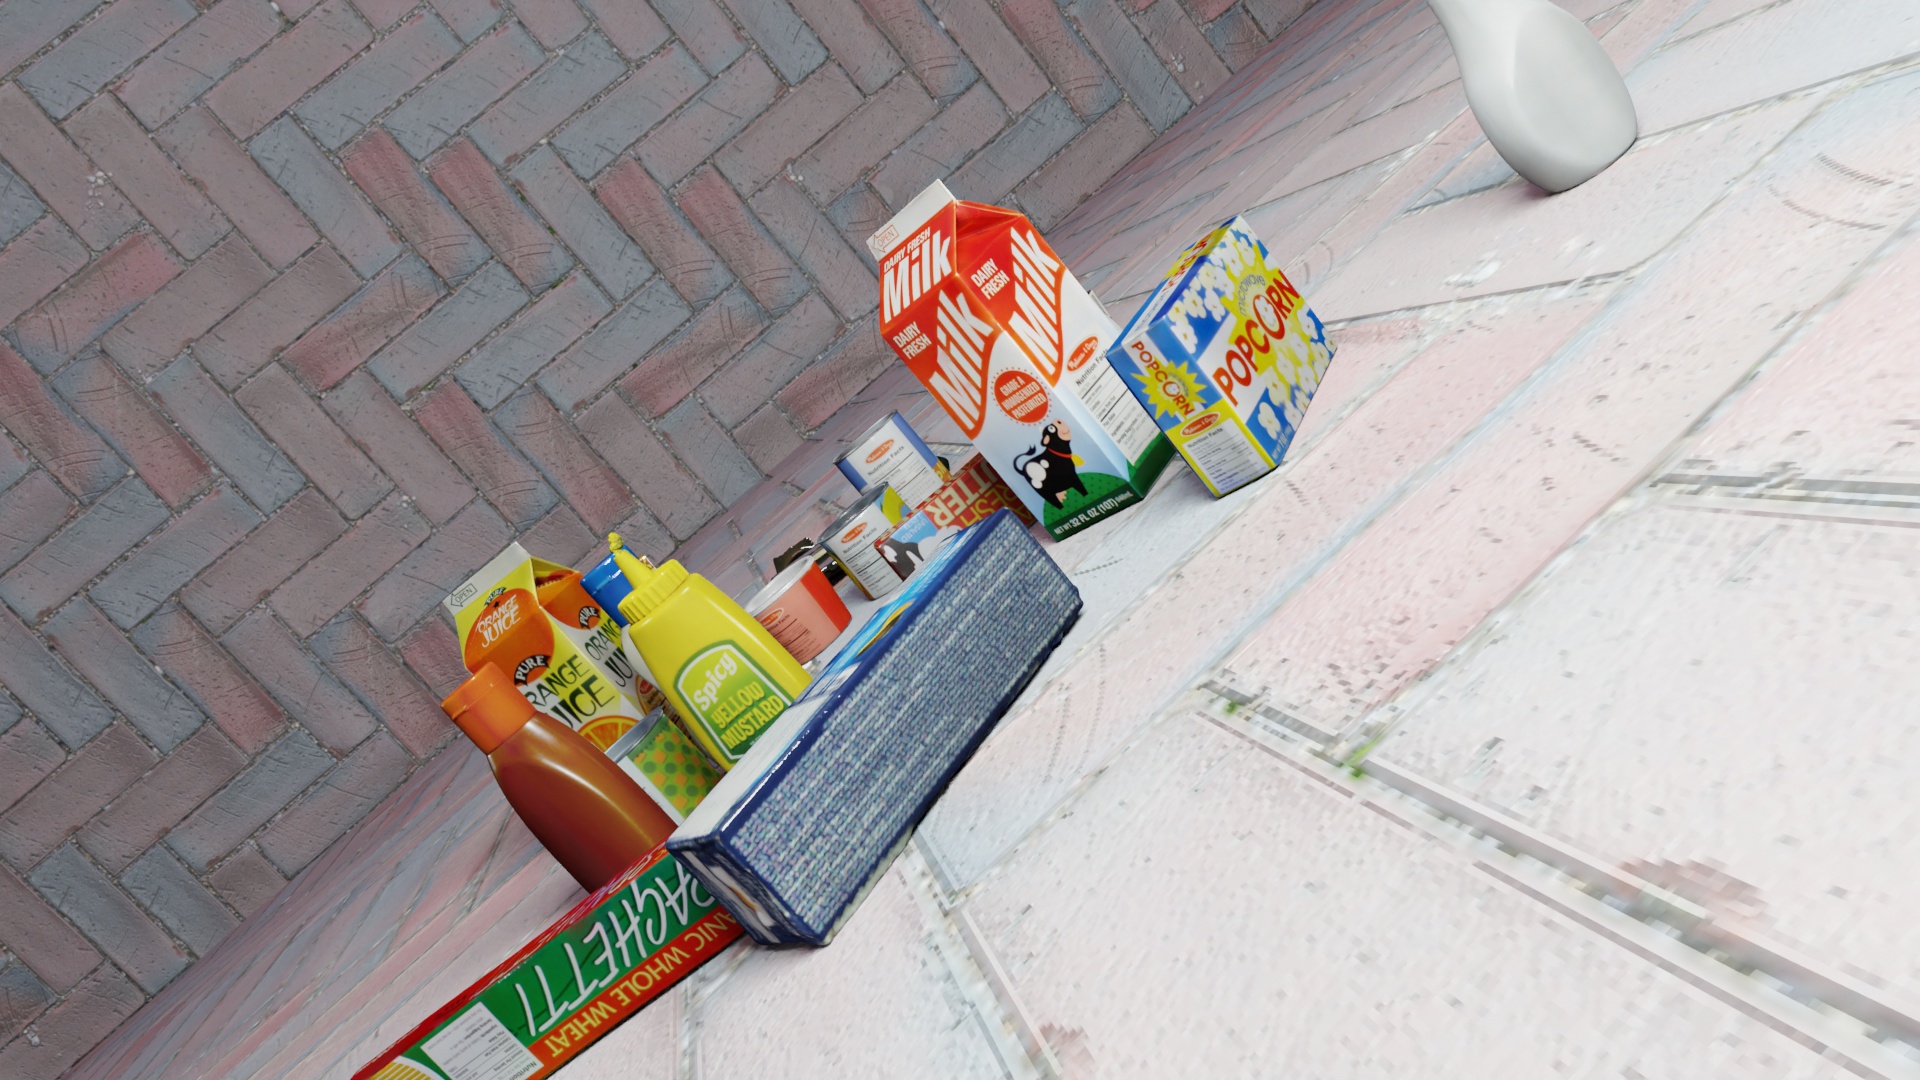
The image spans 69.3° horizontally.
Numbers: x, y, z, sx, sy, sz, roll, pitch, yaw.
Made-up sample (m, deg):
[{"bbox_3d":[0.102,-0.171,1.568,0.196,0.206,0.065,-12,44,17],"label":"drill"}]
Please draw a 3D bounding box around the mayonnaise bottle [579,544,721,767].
[{"bbox_3d":[-0.168,0.068,0.845,0.064,0.148,0.041,-38,11,12],"label":"mayonnaise bottle"}]

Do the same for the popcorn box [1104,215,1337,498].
[{"bbox_3d":[0.125,-0.089,0.650,0.038,0.085,0.127,-31,14,40],"label":"popcorn box"}]

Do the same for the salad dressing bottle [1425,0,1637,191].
[{"bbox_3d":[0.248,-0.230,0.634,0.064,0.147,0.044,-43,11,-12],"label":"salad dressing bottle"}]

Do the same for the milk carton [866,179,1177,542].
[{"bbox_3d":[0.029,-0.101,0.740,0.072,0.190,0.074,-29,16,48],"label":"milk carton"}]

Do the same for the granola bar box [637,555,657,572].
[{"bbox_3d":[-0.272,0.111,1.092,0.166,0.124,0.039,-43,11,-13],"label":"granola bar box"}]

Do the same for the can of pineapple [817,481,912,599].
[{"bbox_3d":[-0.059,0.000,0.991,0.071,0.058,0.071,-39,11,9],"label":"can of pineapple"}]

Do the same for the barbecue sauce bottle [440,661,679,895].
[{"bbox_3d":[-0.224,0.133,0.772,0.064,0.148,0.044,-36,11,24],"label":"barbecue sauce bottle"}]

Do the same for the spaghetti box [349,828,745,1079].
[{"bbox_3d":[-0.171,0.195,0.608,0.249,0.050,0.029,-38,11,13],"label":"spaghetti box"}]

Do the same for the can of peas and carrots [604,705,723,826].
[{"bbox_3d":[-0.184,0.144,0.836,0.071,0.058,0.071,-39,11,9],"label":"can of peas and carrots"}]

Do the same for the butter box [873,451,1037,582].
[{"bbox_3d":[0.003,-0.010,0.836,0.103,0.053,0.024,-42,10,-8],"label":"butter box"}]

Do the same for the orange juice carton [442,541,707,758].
[{"bbox_3d":[-0.257,0.092,0.933,0.071,0.192,0.073,-38,11,15],"label":"orange juice carton"}]

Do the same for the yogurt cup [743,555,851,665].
[{"bbox_3d":[-0.114,0.052,0.980,0.072,0.054,0.072,-39,11,9],"label":"yogurt cup"}]

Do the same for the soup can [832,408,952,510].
[{"bbox_3d":[-0.049,-0.052,1.099,0.071,0.083,0.071,-39,11,9],"label":"soup can"}]

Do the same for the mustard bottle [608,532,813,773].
[{"bbox_3d":[-0.133,0.060,0.726,0.065,0.160,0.049,-40,10,2],"label":"mustard bottle"}]
